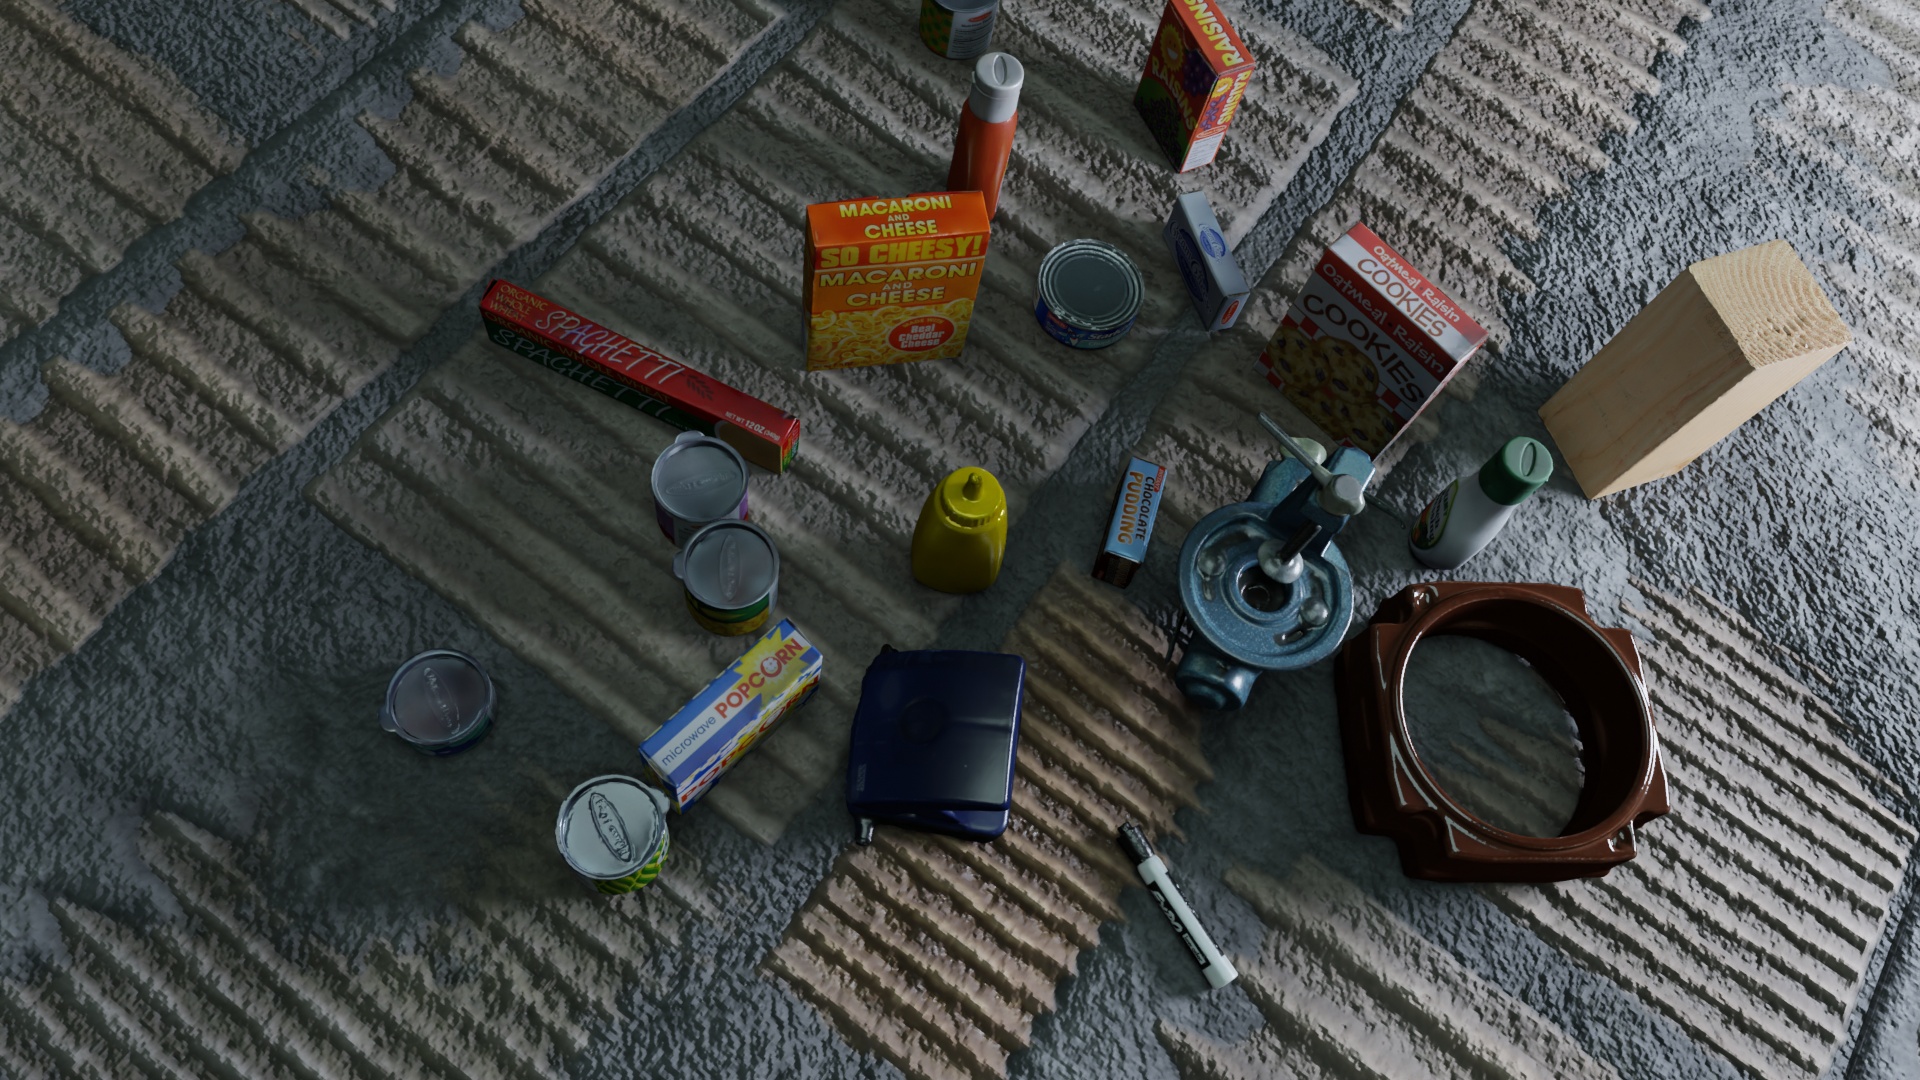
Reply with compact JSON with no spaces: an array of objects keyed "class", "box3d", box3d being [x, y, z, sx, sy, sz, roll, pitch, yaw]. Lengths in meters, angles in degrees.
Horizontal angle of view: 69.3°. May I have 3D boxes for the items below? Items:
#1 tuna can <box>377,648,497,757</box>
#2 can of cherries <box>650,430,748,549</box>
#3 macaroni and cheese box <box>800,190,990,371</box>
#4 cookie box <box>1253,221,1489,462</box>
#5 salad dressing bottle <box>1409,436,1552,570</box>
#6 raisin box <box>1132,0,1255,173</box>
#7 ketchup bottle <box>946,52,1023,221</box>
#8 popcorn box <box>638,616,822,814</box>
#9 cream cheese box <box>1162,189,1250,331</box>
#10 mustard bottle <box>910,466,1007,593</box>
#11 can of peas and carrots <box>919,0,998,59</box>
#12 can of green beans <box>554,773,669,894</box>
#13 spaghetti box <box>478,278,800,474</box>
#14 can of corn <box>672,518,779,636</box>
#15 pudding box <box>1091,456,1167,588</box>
[{"class":"tuna can","box3d":[-0.341,0.108,0.909,0.071,0.032,0.071,3,66,-7]},{"class":"can of cherries","box3d":[-0.183,-0.034,0.981,0.071,0.058,0.072,3,66,-7]},{"class":"macaroni and cheese box","box3d":[-0.052,-0.186,1.009,0.124,0.165,0.040,-7,68,-11]},{"class":"cookie box","box3d":[0.301,-0.142,1.039,0.040,0.166,0.123,-40,77,-21]},{"class":"salad dressing bottle","box3d":[0.376,-0.027,1.008,0.044,0.147,0.064,22,65,2]},{"class":"raisin box","box3d":[0.191,-0.380,1.154,0.040,0.123,0.086,-20,71,-16]},{"class":"ketchup bottle","box3d":[0.019,-0.316,1.087,0.043,0.148,0.065,0,67,-8]},{"class":"popcorn box","box3d":[-0.148,0.116,0.904,0.038,0.085,0.127,43,68,11]},{"class":"cream cheese box","box3d":[0.198,-0.226,1.124,0.024,0.053,0.104,-14,69,-14]},{"class":"mustard bottle","box3d":[0.003,-0.012,0.942,0.065,0.159,0.049,8,66,-4]},{"class":"can of peas and carrots","box3d":[-0.002,-0.462,1.199,0.071,0.058,0.071,3,66,-7]},{"class":"can of green beans","box3d":[-0.218,0.186,0.878,0.071,0.057,0.071,3,66,-7]},{"class":"spaghetti box","box3d":[-0.235,-0.120,1.017,0.250,0.050,0.029,25,65,3]},{"class":"can of corn","box3d":[-0.161,0.026,0.957,0.071,0.058,0.071,3,66,-7]},{"class":"pudding box","box3d":[0.125,-0.013,1.020,0.030,0.049,0.084,19,65,1]}]
